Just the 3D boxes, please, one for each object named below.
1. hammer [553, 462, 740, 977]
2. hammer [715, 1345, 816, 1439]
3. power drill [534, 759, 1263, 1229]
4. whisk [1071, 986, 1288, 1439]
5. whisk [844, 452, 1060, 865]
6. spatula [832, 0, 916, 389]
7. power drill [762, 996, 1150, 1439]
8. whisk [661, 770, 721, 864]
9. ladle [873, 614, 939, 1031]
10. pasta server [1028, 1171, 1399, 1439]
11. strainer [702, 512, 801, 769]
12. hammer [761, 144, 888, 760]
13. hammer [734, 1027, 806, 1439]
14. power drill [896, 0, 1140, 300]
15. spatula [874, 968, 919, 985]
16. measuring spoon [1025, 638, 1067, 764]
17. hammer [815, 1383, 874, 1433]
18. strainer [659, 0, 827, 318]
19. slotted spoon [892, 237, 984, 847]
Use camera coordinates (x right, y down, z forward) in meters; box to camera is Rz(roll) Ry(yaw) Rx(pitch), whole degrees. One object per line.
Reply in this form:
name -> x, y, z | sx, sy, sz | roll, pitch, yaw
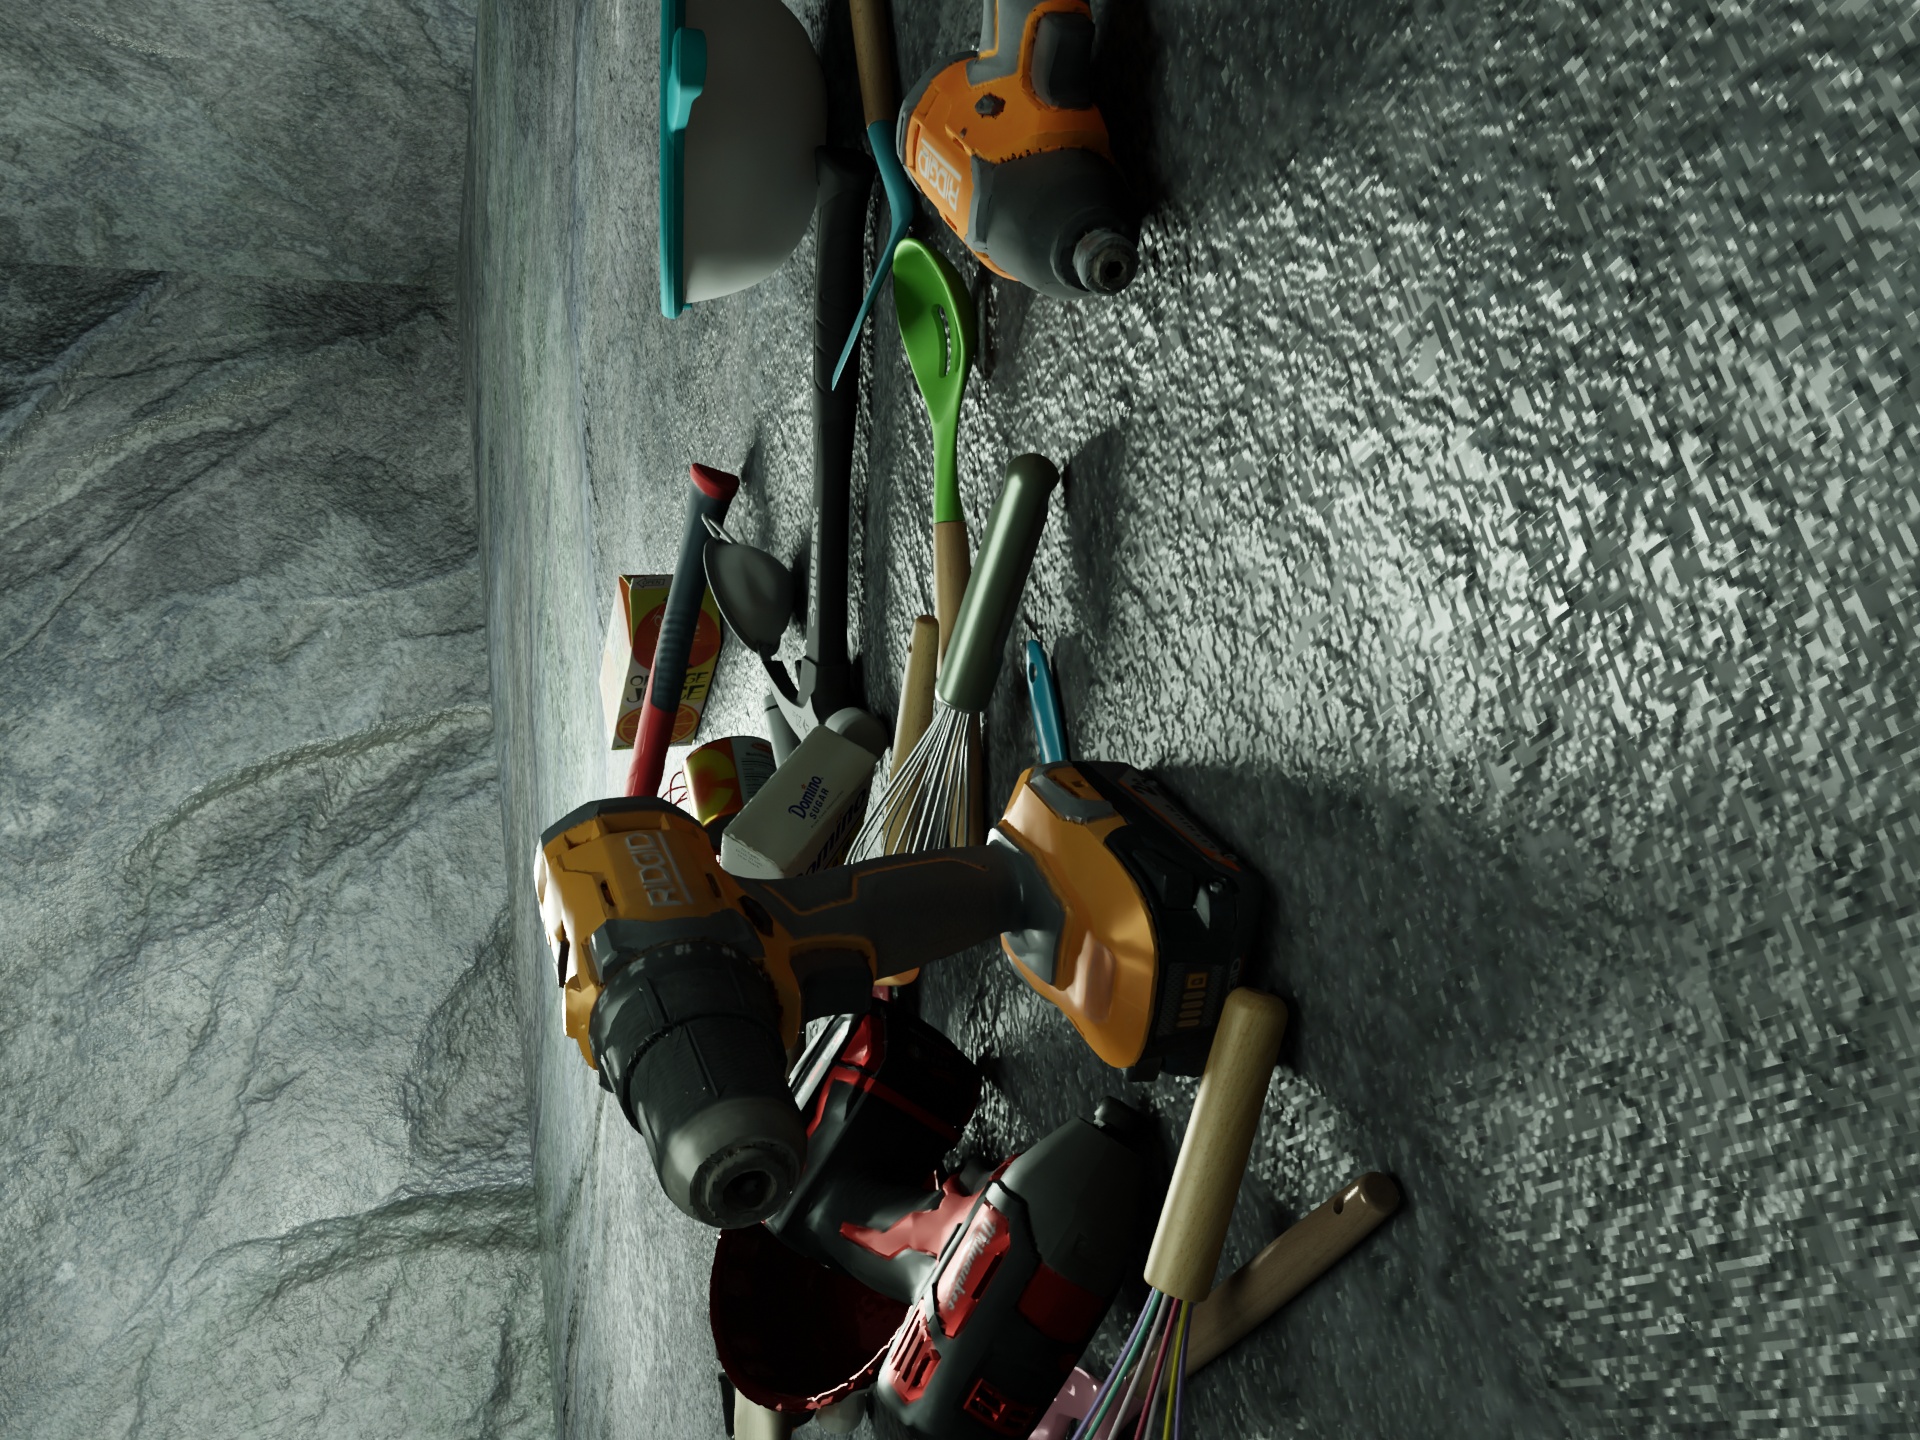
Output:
hammer -> -0.222, 0.005, 1.140 | 0.143, 0.038, 0.386 | -12, 65, 65
hammer -> -0.131, 0.467, 1.065 | 0.336, 0.034, 0.127 | 117, 146, -62
power drill -> -0.015, 0.081, 0.520 | 0.186, 0.226, 0.084 | -132, 44, -58
whisk -> 0.061, 0.205, 0.521 | 0.047, 0.051, 0.245 | -163, 89, -79
whisk -> -0.001, -0.002, 0.706 | 0.058, 0.059, 0.246 | -51, -19, -64
spatula -> -0.053, -0.330, 0.819 | 0.082, 0.044, 0.318 | 137, 129, -70
power drill -> -0.006, 0.198, 0.673 | 0.143, 0.078, 0.220 | -57, 25, -8
whisk -> -0.175, 0.118, 1.084 | 0.296, 0.073, 0.073 | -105, 22, -58
ladle -> -0.035, 0.081, 0.812 | 0.069, 0.031, 0.315 | -114, 26, -50
pasta server -> 0.070, 0.232, 0.580 | 0.316, 0.040, 0.060 | 116, 160, -48
strainer -> -0.116, -0.019, 1.015 | 0.086, 0.050, 0.258 | 13, -118, -68
hammer -> -0.074, -0.151, 0.902 | 0.146, 0.035, 0.334 | -149, 59, -64
hammer -> -0.102, 0.256, 0.930 | 0.146, 0.038, 0.411 | -30, 51, 45
power drill -> 0.037, -0.266, 0.557 | 0.164, 0.084, 0.226 | -119, 29, -47
spatula -> -0.062, 0.121, 0.762 | 0.041, 0.081, 0.322 | 43, 163, -8
measuring spoon -> 0.033, 0.028, 0.669 | 0.042, 0.021, 0.129 | 144, 120, -64
hammer -> -0.109, 0.280, 1.041 | 0.332, 0.031, 0.130 | -117, 32, -47
strainer -> -0.114, -0.324, 0.857 | 0.340, 0.095, 0.211 | -131, 43, -73
slotted spoon -> -0.004, -0.067, 0.749 | 0.070, 0.031, 0.314 | -176, 82, -68
